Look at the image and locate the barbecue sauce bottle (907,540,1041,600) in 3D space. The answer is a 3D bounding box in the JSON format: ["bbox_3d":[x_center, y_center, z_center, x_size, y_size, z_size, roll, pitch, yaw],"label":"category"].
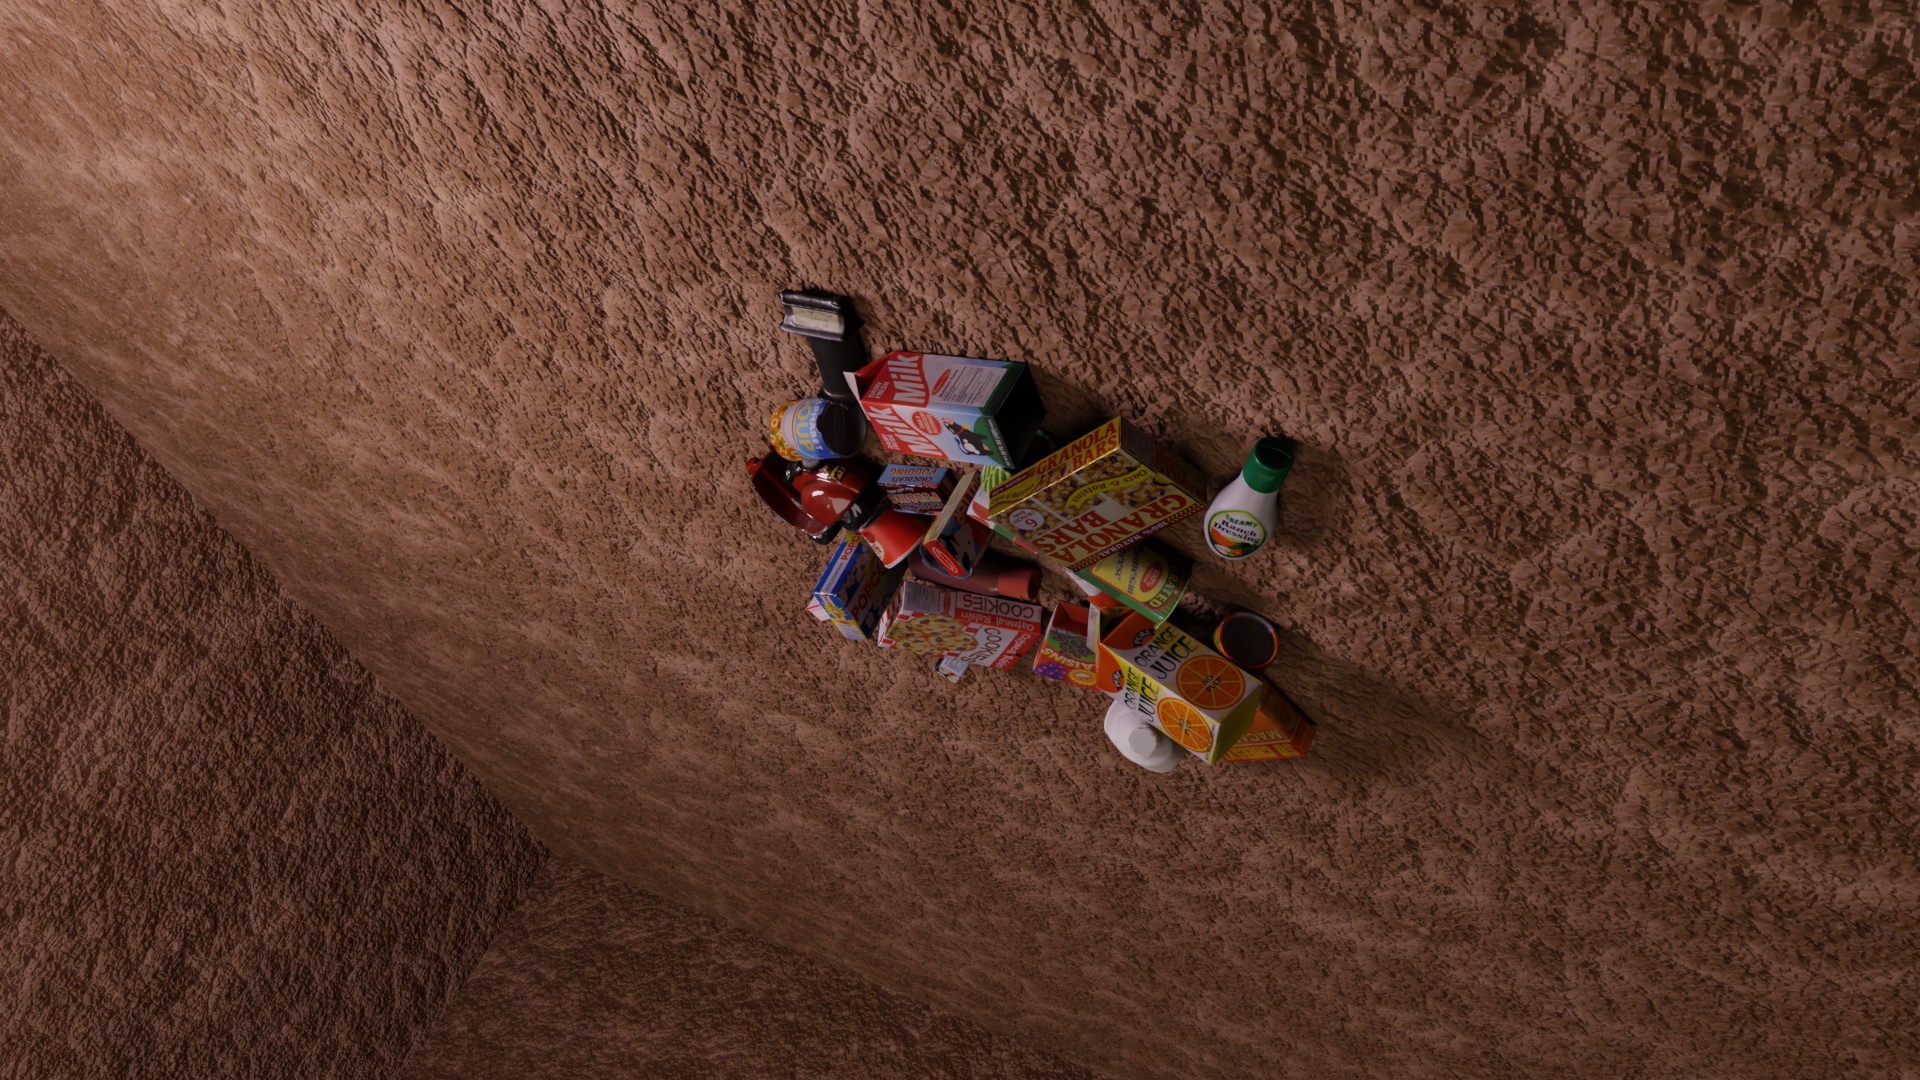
[{"bbox_3d":[0.017,0.036,1.565,0.148,0.044,0.064,12,160,27],"label":"barbecue sauce bottle"}]

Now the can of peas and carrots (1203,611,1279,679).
[{"bbox_3d":[0.286,0.116,1.425,0.071,0.071,0.058,28,149,4],"label":"can of peas and carrots"}]

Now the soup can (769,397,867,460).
[{"bbox_3d":[-0.151,-0.118,1.455,0.083,0.072,0.071,-1,138,42],"label":"soup can"}]

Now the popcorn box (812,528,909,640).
[{"bbox_3d":[-0.112,0.040,1.602,0.038,0.127,0.085,2,140,34],"label":"popcorn box"}]

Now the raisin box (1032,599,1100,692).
[{"bbox_3d":[0.136,0.122,1.585,0.086,0.040,0.122,17,150,1],"label":"raisin box"}]

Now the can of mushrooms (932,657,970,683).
[{"bbox_3d":[-0.004,0.141,1.722,0.033,0.071,0.070,31,150,-3],"label":"can of mushrooms"}]

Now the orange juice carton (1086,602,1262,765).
[{"bbox_3d":[0.205,0.136,1.419,0.193,0.073,0.071,34,145,28],"label":"orange juice carton"}]

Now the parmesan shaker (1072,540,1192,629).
[{"bbox_3d":[0.171,0.033,1.400,0.103,0.071,0.071,30,150,-1],"label":"parmesan shaker"}]

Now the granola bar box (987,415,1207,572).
[{"bbox_3d":[0.127,-0.038,1.291,0.124,0.039,0.165,31,137,-33],"label":"granola bar box"}]

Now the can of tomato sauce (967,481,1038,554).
[{"bbox_3d":[0.057,-0.034,1.405,0.083,0.071,0.071,30,150,2],"label":"can of tomato sauce"}]

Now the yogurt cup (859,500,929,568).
[{"bbox_3d":[-0.076,-0.011,1.559,0.054,0.073,0.072,46,147,-11],"label":"yogurt cup"}]

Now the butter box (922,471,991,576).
[{"bbox_3d":[0.005,-0.018,1.436,0.024,0.104,0.053,-13,127,45],"label":"butter box"}]

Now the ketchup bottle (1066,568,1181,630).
[{"bbox_3d":[0.172,0.068,1.481,0.064,0.044,0.148,-17,126,47],"label":"ketchup bottle"}]

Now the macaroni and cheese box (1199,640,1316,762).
[{"bbox_3d":[0.295,0.180,1.544,0.166,0.040,0.123,43,149,-20],"label":"macaroni and cheese box"}]

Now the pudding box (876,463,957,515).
[{"bbox_3d":[-0.043,-0.054,1.497,0.083,0.030,0.049,7,144,34],"label":"pudding box"}]

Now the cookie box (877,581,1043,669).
[{"bbox_3d":[-0.001,0.102,1.628,0.167,0.040,0.122,11,153,-12],"label":"cookie box"}]

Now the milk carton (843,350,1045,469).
[{"bbox_3d":[-0.024,-0.128,1.326,0.190,0.074,0.072,10,145,31],"label":"milk carton"}]

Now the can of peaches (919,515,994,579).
[{"bbox_3d":[-0.005,0.000,1.517,0.071,0.058,0.071,22,150,14],"label":"can of peaches"}]

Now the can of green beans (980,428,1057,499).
[{"bbox_3d":[0.057,-0.072,1.348,0.071,0.071,0.057,27,149,6],"label":"can of green beans"}]

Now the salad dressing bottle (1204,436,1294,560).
[{"bbox_3d":[0.260,-0.037,1.244,0.064,0.044,0.147,22,149,8],"label":"salad dressing bottle"}]
